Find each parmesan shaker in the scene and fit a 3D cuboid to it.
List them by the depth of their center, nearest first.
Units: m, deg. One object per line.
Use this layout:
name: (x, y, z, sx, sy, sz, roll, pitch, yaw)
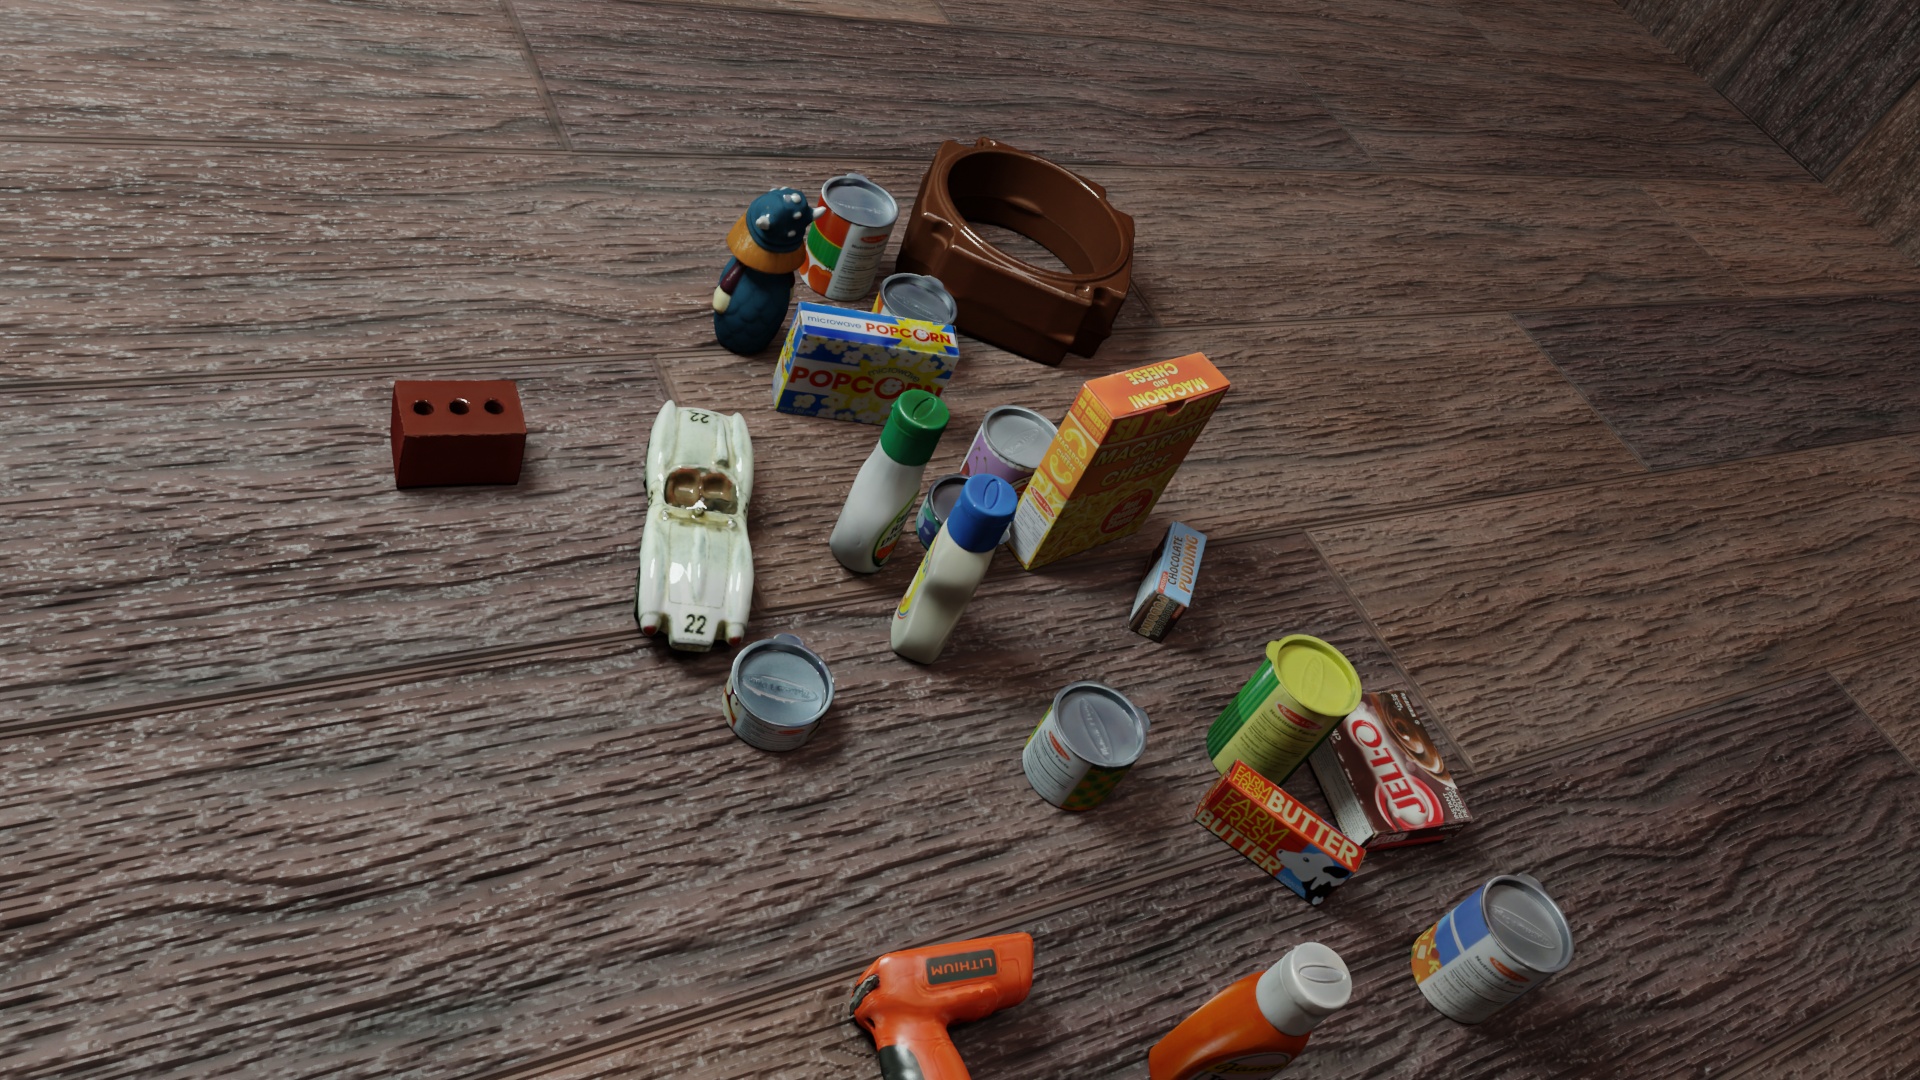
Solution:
parmesan shaker: (0.220, 0.120, 0.964, 0.071, 0.102, 0.072, 13, 46, -14)

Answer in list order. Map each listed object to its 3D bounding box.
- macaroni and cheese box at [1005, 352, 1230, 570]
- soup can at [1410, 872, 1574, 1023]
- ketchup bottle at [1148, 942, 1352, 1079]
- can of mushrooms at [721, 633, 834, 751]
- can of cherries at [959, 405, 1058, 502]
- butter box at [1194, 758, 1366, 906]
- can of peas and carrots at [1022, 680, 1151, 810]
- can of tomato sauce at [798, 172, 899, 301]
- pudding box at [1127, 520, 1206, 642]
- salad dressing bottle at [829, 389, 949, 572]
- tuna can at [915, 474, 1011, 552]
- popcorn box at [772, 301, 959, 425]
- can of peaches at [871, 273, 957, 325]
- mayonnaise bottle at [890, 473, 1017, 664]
macaroni and cheese box: (0.114, -0.057, 1.031, 0.124, 0.165, 0.040, -18, 60, -36)
soup can: (0.345, 0.265, 0.904, 0.071, 0.083, 0.072, 13, 46, -14)
ketchup bottle: (0.162, 0.269, 0.767, 0.065, 0.148, 0.044, 9, 47, -18)
can of mushrooms: (-0.115, 0.096, 0.877, 0.071, 0.033, 0.071, 13, 46, -14)
can of cherries: (0.040, -0.060, 1.076, 0.071, 0.058, 0.072, 13, 46, -14)
butter box: (0.211, 0.195, 0.926, 0.103, 0.052, 0.024, 36, 45, 9)
can of peas and carrots: (0.083, 0.136, 0.917, 0.071, 0.058, 0.071, 13, 46, -14)
can of tomato sauce: (-0.096, -0.256, 1.174, 0.071, 0.082, 0.071, 13, 46, -14)
pudding box: (0.158, 0.030, 1.055, 0.030, 0.049, 0.084, 26, 44, -2)
salad dressing bottle: (-0.048, -0.039, 0.951, 0.044, 0.146, 0.064, 33, 44, 6)
tuna can: (0.004, -0.013, 1.034, 0.071, 0.032, 0.071, 13, 46, -14)
popcorn box: (-0.074, -0.133, 1.070, 0.127, 0.084, 0.038, 6, 48, -21)
can of peaches: (-0.042, -0.178, 1.146, 0.071, 0.057, 0.071, 13, 46, -14)
mayonnaise bottle: (-0.005, 0.017, 0.920, 0.041, 0.147, 0.065, 22, 44, -6)
